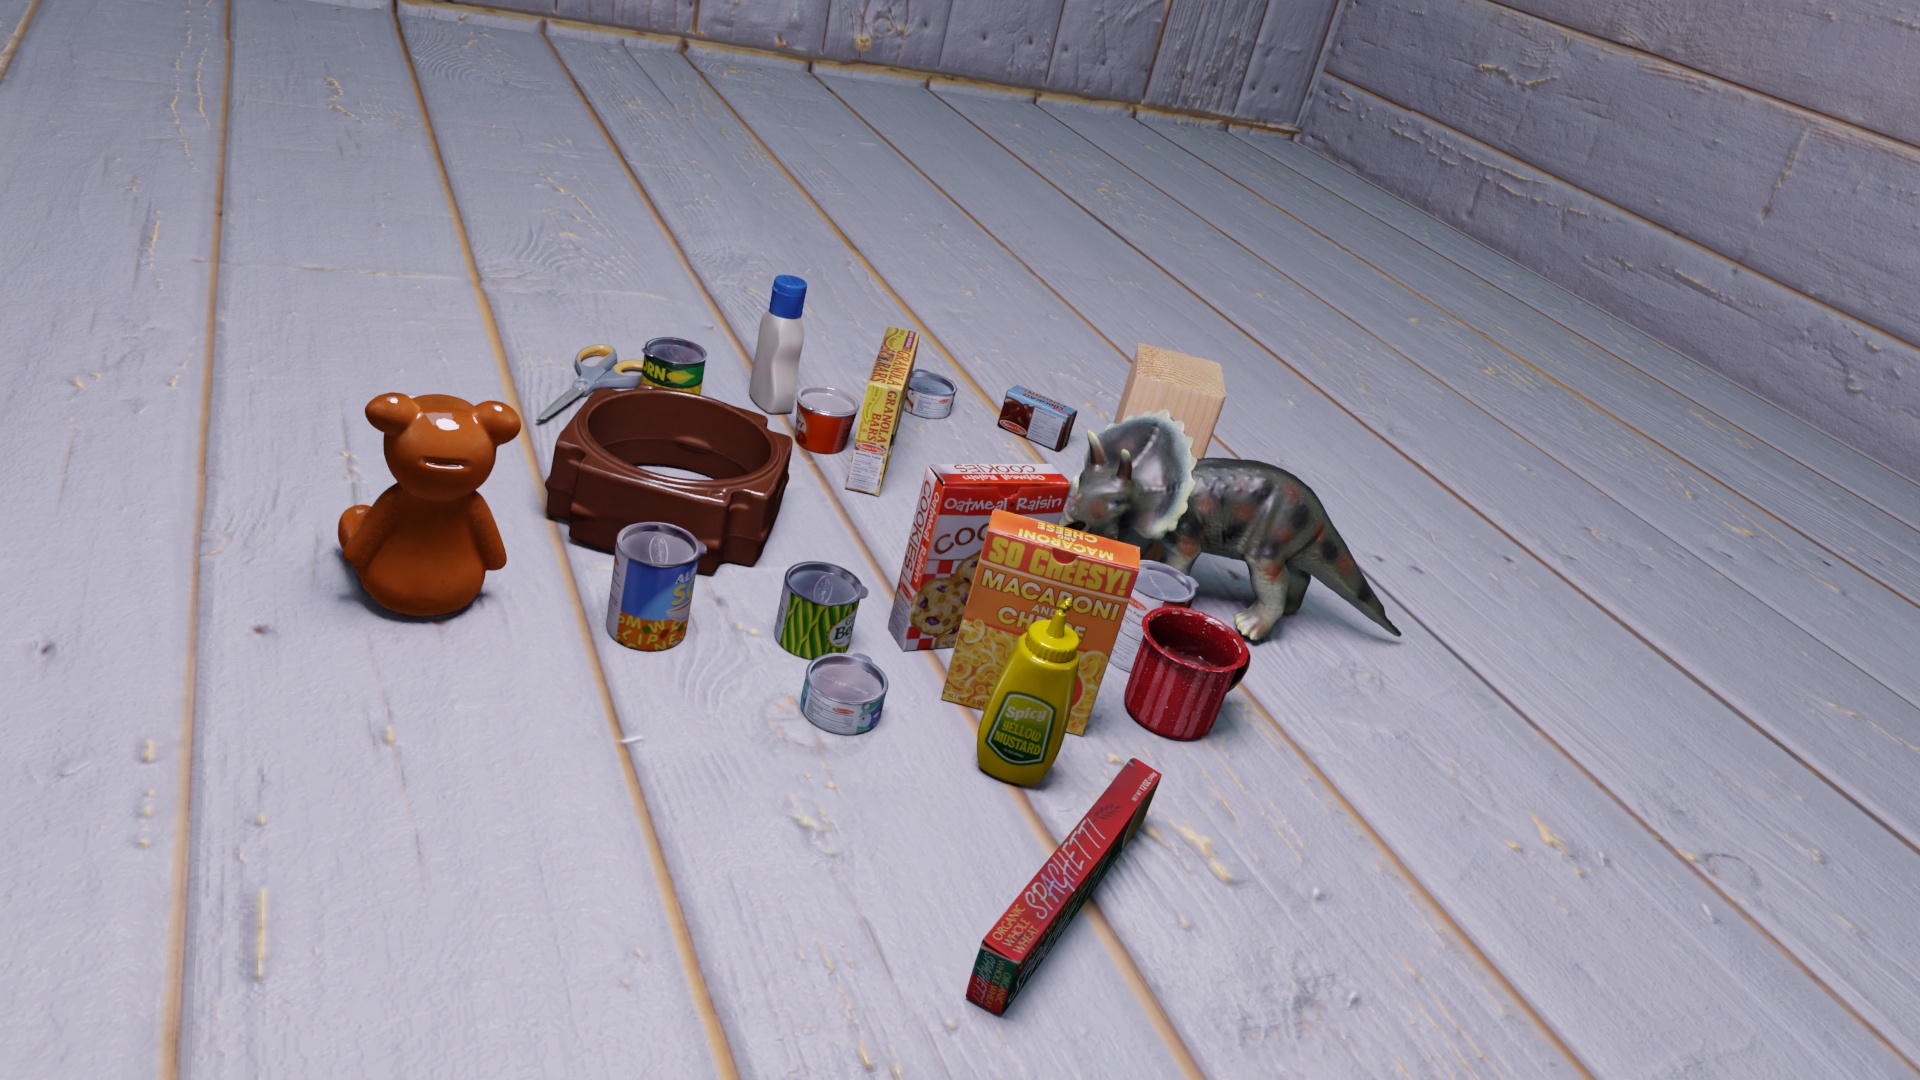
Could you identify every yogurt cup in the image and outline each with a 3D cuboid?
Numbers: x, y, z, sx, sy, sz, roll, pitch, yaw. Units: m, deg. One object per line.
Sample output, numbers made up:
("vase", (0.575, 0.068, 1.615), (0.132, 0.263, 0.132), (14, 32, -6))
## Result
("yogurt cup", (-0.146, -0.128, 1.491), (0.072, 0.053, 0.073), (11, 29, -6))

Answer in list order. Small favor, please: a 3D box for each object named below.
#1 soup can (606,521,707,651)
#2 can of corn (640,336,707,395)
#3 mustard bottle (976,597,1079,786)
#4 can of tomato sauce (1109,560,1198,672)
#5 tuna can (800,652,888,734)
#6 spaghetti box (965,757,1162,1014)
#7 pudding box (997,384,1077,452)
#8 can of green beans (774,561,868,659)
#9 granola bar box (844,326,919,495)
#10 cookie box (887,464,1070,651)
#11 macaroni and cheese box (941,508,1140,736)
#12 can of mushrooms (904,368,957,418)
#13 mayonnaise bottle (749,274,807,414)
("soup can", (-0.245, 0.038, 1.119), (0.071, 0.083, 0.072), (11, 29, -6))
("can of corn", (-0.313, -0.179, 1.498), (0.071, 0.058, 0.071), (11, 29, -6))
("mustard bottle", (0.057, 0.111, 1.052), (0.065, 0.159, 0.049), (17, 28, 5))
("can of tomato sauce", (0.170, 0.070, 1.257), (0.071, 0.082, 0.071), (11, 29, -6))
("tuna can", (-0.091, 0.120, 1.099), (0.071, 0.032, 0.071), (11, 29, -6))
("spaghetti box", (0.077, 0.232, 0.961), (0.029, 0.050, 0.251), (26, 30, 19))
("pudding box", (0.090, -0.144, 1.633), (0.084, 0.049, 0.030), (25, 30, 17))
("can of green beans", (-0.120, 0.059, 1.167), (0.071, 0.057, 0.071), (11, 29, -6))
("granola bar box", (-0.081, -0.139, 1.467), (0.039, 0.123, 0.166), (14, 29, -2))
("cookie box", (0.015, 0.014, 1.196), (0.123, 0.166, 0.040), (-2, 33, -28))
("macaroni and cheese box", (0.064, 0.069, 1.123), (0.124, 0.165, 0.040), (15, 28, 0))
("can of mushrooms", (-0.040, -0.173, 1.641), (0.071, 0.033, 0.071), (11, 29, -6))
("mayonnaise bottle", (-0.198, -0.216, 1.524), (0.041, 0.147, 0.065), (-6, 35, -34))
